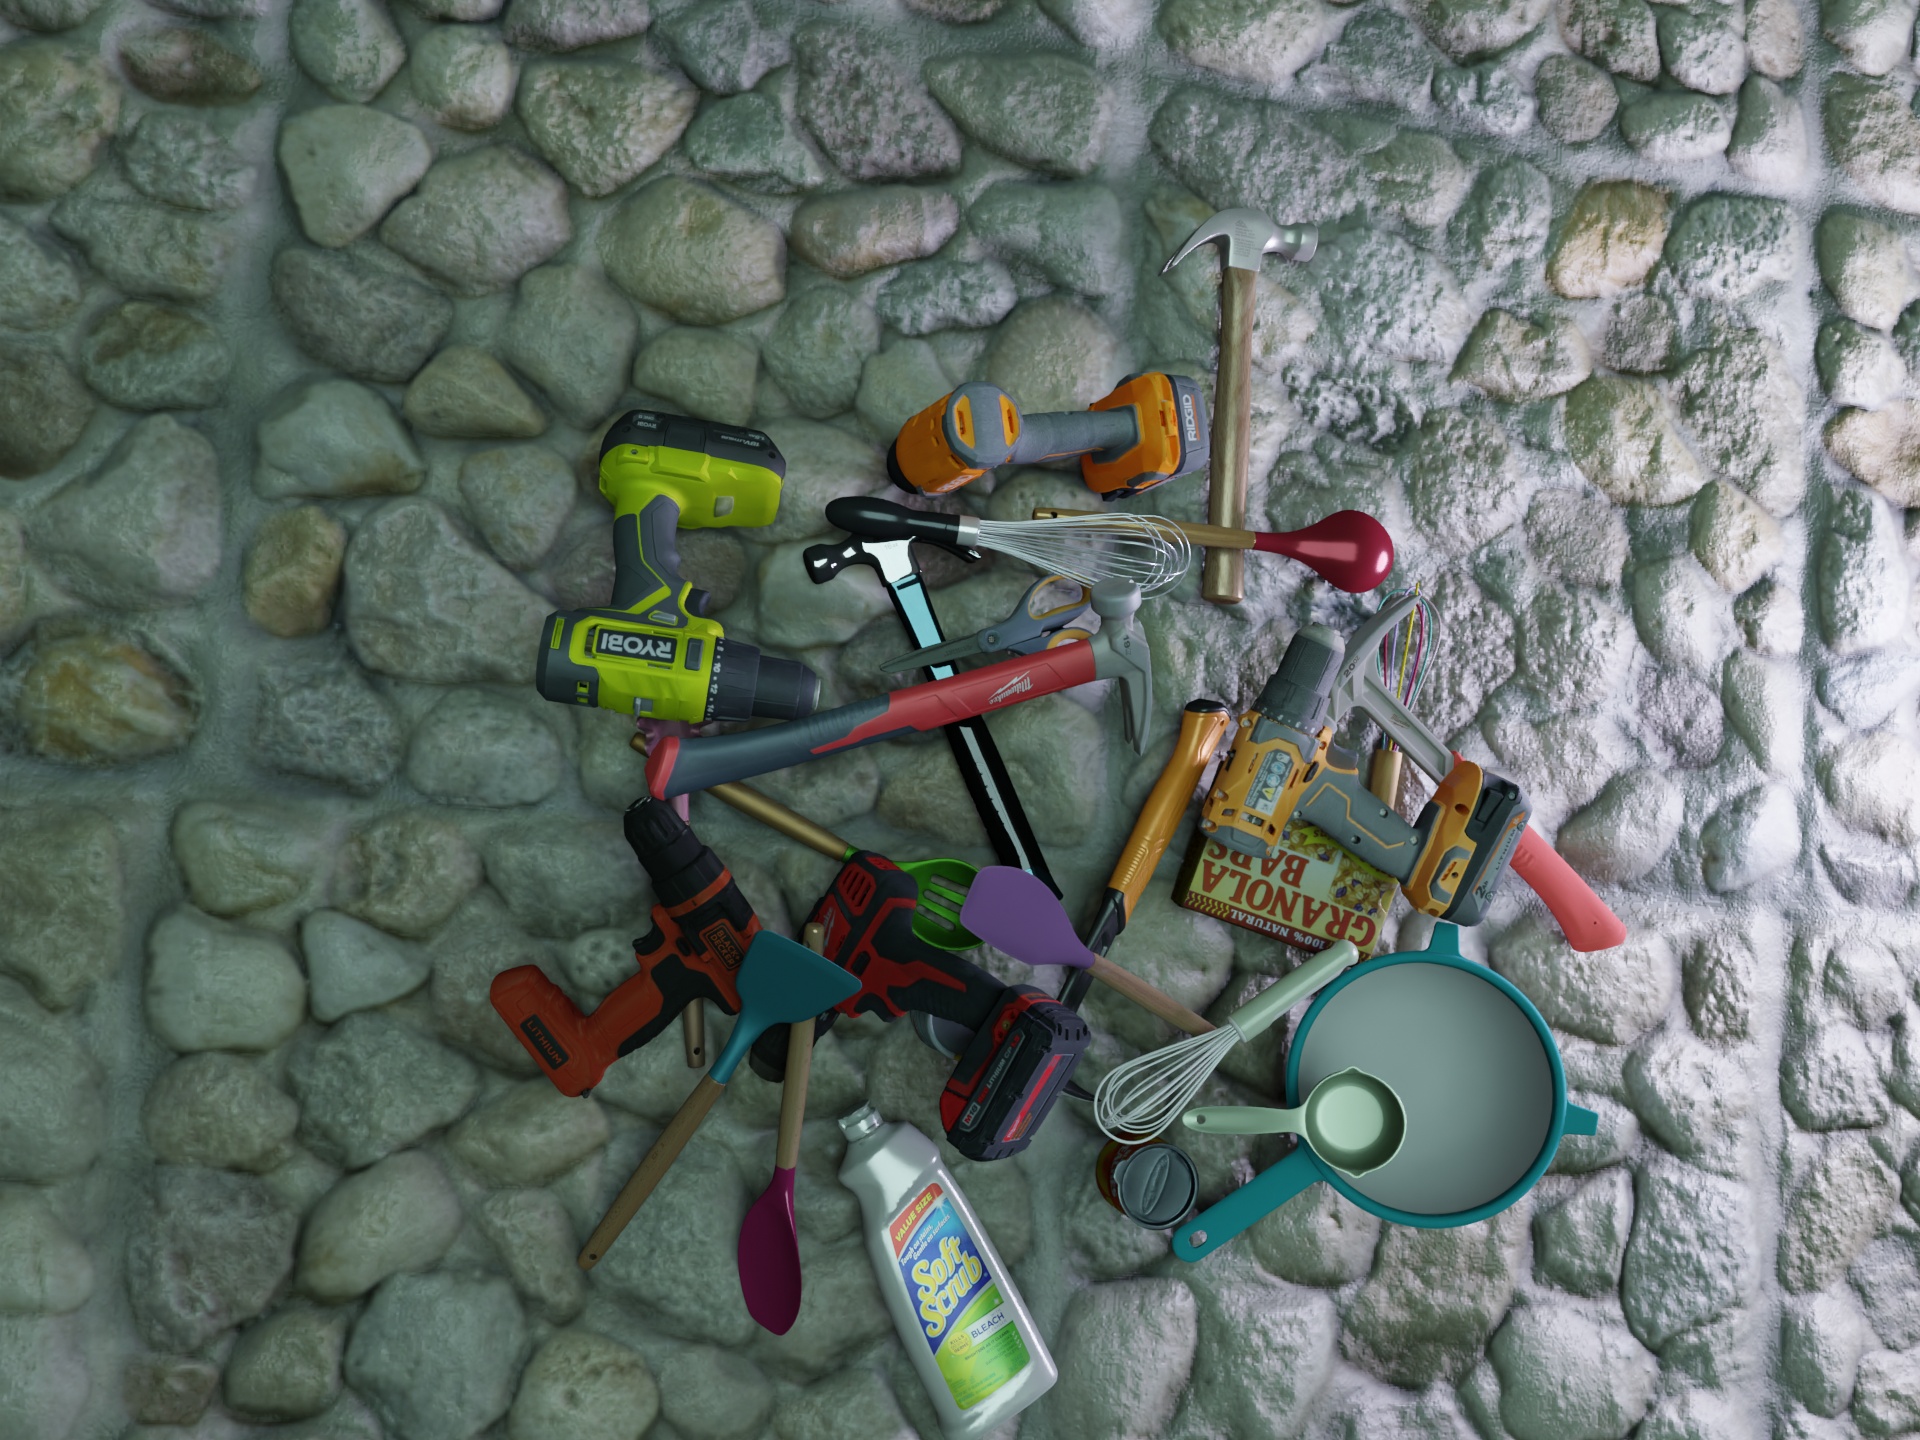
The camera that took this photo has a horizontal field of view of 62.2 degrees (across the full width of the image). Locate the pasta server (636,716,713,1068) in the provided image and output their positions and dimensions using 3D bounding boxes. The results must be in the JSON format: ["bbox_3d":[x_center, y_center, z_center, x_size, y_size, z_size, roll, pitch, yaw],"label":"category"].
[{"bbox_3d":[-0.205,0.102,1.177,0.060,0.040,0.316,-4,93,-18],"label":"pasta server"}]

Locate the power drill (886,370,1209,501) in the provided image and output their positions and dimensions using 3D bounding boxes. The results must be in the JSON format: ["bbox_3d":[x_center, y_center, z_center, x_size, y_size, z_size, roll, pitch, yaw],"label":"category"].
[{"bbox_3d":[0.058,-0.212,1.228,0.226,0.164,0.084,-7,88,-26],"label":"power drill"}]

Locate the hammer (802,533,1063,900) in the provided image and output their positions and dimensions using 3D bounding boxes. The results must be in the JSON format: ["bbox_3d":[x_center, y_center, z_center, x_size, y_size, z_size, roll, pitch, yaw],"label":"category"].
[{"bbox_3d":[-0.002,-0.004,1.249,0.128,0.033,0.331,-23,92,-13],"label":"hammer"}]

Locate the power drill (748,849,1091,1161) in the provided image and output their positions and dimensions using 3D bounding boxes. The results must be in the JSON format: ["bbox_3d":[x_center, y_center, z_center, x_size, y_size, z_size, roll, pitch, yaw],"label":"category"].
[{"bbox_3d":[-0.041,0.224,1.149,0.227,0.080,0.188,33,95,28],"label":"power drill"}]

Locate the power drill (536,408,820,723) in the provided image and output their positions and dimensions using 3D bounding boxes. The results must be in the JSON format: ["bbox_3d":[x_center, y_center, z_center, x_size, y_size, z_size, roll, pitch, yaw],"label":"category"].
[{"bbox_3d":[-0.189,-0.102,1.140,0.190,0.080,0.229,8,60,-9],"label":"power drill"}]

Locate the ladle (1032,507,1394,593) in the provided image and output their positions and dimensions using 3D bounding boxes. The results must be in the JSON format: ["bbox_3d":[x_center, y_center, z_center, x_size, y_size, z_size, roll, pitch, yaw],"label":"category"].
[{"bbox_3d":[0.211,-0.149,1.283,0.315,0.031,0.069,5,86,-12],"label":"ladle"}]

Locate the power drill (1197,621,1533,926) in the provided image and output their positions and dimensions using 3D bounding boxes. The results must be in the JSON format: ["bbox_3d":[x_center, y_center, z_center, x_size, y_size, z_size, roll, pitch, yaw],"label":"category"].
[{"bbox_3d":[0.318,0.042,1.224,0.226,0.084,0.185,21,97,-3],"label":"power drill"}]

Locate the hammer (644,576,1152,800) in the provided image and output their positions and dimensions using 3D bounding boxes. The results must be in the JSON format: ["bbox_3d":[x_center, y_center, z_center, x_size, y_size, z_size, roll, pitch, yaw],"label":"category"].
[{"bbox_3d":[-0.040,0.007,1.183,0.386,0.038,0.143,-16,120,-12],"label":"hammer"}]

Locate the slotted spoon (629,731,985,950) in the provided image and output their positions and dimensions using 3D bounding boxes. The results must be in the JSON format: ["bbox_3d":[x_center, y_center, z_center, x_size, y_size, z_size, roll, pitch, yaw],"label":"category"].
[{"bbox_3d":[-0.111,0.087,1.220,0.313,0.031,0.070,29,82,-8],"label":"slotted spoon"}]

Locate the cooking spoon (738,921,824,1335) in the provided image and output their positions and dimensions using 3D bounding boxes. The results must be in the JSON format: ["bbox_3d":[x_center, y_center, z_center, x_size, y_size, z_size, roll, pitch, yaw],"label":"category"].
[{"bbox_3d":[-0.123,0.297,1.150,0.017,0.069,0.319,-7,109,-49],"label":"cooking spoon"}]

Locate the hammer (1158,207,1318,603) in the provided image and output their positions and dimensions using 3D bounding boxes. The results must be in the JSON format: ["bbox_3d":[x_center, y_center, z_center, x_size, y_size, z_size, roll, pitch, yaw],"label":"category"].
[{"bbox_3d":[0.224,-0.262,1.322,0.130,0.031,0.331,5,85,-13],"label":"hammer"}]

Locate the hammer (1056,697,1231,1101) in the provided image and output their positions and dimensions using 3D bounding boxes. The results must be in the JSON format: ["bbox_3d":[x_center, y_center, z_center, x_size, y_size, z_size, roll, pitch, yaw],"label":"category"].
[{"bbox_3d":[0.136,0.133,1.255,0.127,0.034,0.337,45,67,-43],"label":"hammer"}]

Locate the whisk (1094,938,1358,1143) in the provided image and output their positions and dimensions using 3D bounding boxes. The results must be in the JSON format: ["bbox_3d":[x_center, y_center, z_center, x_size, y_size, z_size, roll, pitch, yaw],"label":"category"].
[{"bbox_3d":[0.209,0.246,1.239,0.246,0.057,0.059,-33,78,-7],"label":"whisk"}]

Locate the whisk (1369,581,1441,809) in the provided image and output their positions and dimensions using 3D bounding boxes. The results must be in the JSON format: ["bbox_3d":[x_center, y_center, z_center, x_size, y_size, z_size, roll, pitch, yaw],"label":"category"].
[{"bbox_3d":[0.361,0.004,1.331,0.051,0.047,0.245,11,87,-14],"label":"whisk"}]

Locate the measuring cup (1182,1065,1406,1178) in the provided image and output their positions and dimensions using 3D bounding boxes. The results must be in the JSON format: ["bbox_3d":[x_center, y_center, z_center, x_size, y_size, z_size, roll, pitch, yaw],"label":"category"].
[{"bbox_3d":[0.256,0.307,1.225,0.167,0.038,0.083,-2,81,12],"label":"measuring cup"}]

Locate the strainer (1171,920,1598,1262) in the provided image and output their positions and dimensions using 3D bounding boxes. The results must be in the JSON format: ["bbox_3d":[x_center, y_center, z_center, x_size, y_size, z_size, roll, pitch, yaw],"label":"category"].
[{"bbox_3d":[0.315,0.328,1.278,0.340,0.095,0.211,-36,77,5],"label":"strainer"}]

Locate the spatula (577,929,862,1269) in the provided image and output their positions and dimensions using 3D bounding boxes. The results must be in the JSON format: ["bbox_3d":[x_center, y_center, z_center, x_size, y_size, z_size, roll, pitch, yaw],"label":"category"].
[{"bbox_3d":[-0.187,0.276,1.121,0.082,0.044,0.317,32,103,-15],"label":"spatula"}]

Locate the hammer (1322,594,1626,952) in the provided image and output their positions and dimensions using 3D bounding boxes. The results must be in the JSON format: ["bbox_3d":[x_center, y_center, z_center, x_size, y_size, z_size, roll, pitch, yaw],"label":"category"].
[{"bbox_3d":[0.437,0.063,1.321,0.359,0.037,0.149,42,82,-15],"label":"hammer"}]

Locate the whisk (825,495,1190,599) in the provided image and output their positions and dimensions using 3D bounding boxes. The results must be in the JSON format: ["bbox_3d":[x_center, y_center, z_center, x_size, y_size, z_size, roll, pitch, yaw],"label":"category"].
[{"bbox_3d":[0.038,-0.142,1.222,0.284,0.070,0.070,8,84,-5],"label":"whisk"}]

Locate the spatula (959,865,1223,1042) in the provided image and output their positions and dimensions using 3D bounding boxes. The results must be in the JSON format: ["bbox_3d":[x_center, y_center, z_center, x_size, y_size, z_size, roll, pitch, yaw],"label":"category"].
[{"bbox_3d":[0.112,0.189,1.200,0.315,0.018,0.060,35,72,-36],"label":"spatula"}]
